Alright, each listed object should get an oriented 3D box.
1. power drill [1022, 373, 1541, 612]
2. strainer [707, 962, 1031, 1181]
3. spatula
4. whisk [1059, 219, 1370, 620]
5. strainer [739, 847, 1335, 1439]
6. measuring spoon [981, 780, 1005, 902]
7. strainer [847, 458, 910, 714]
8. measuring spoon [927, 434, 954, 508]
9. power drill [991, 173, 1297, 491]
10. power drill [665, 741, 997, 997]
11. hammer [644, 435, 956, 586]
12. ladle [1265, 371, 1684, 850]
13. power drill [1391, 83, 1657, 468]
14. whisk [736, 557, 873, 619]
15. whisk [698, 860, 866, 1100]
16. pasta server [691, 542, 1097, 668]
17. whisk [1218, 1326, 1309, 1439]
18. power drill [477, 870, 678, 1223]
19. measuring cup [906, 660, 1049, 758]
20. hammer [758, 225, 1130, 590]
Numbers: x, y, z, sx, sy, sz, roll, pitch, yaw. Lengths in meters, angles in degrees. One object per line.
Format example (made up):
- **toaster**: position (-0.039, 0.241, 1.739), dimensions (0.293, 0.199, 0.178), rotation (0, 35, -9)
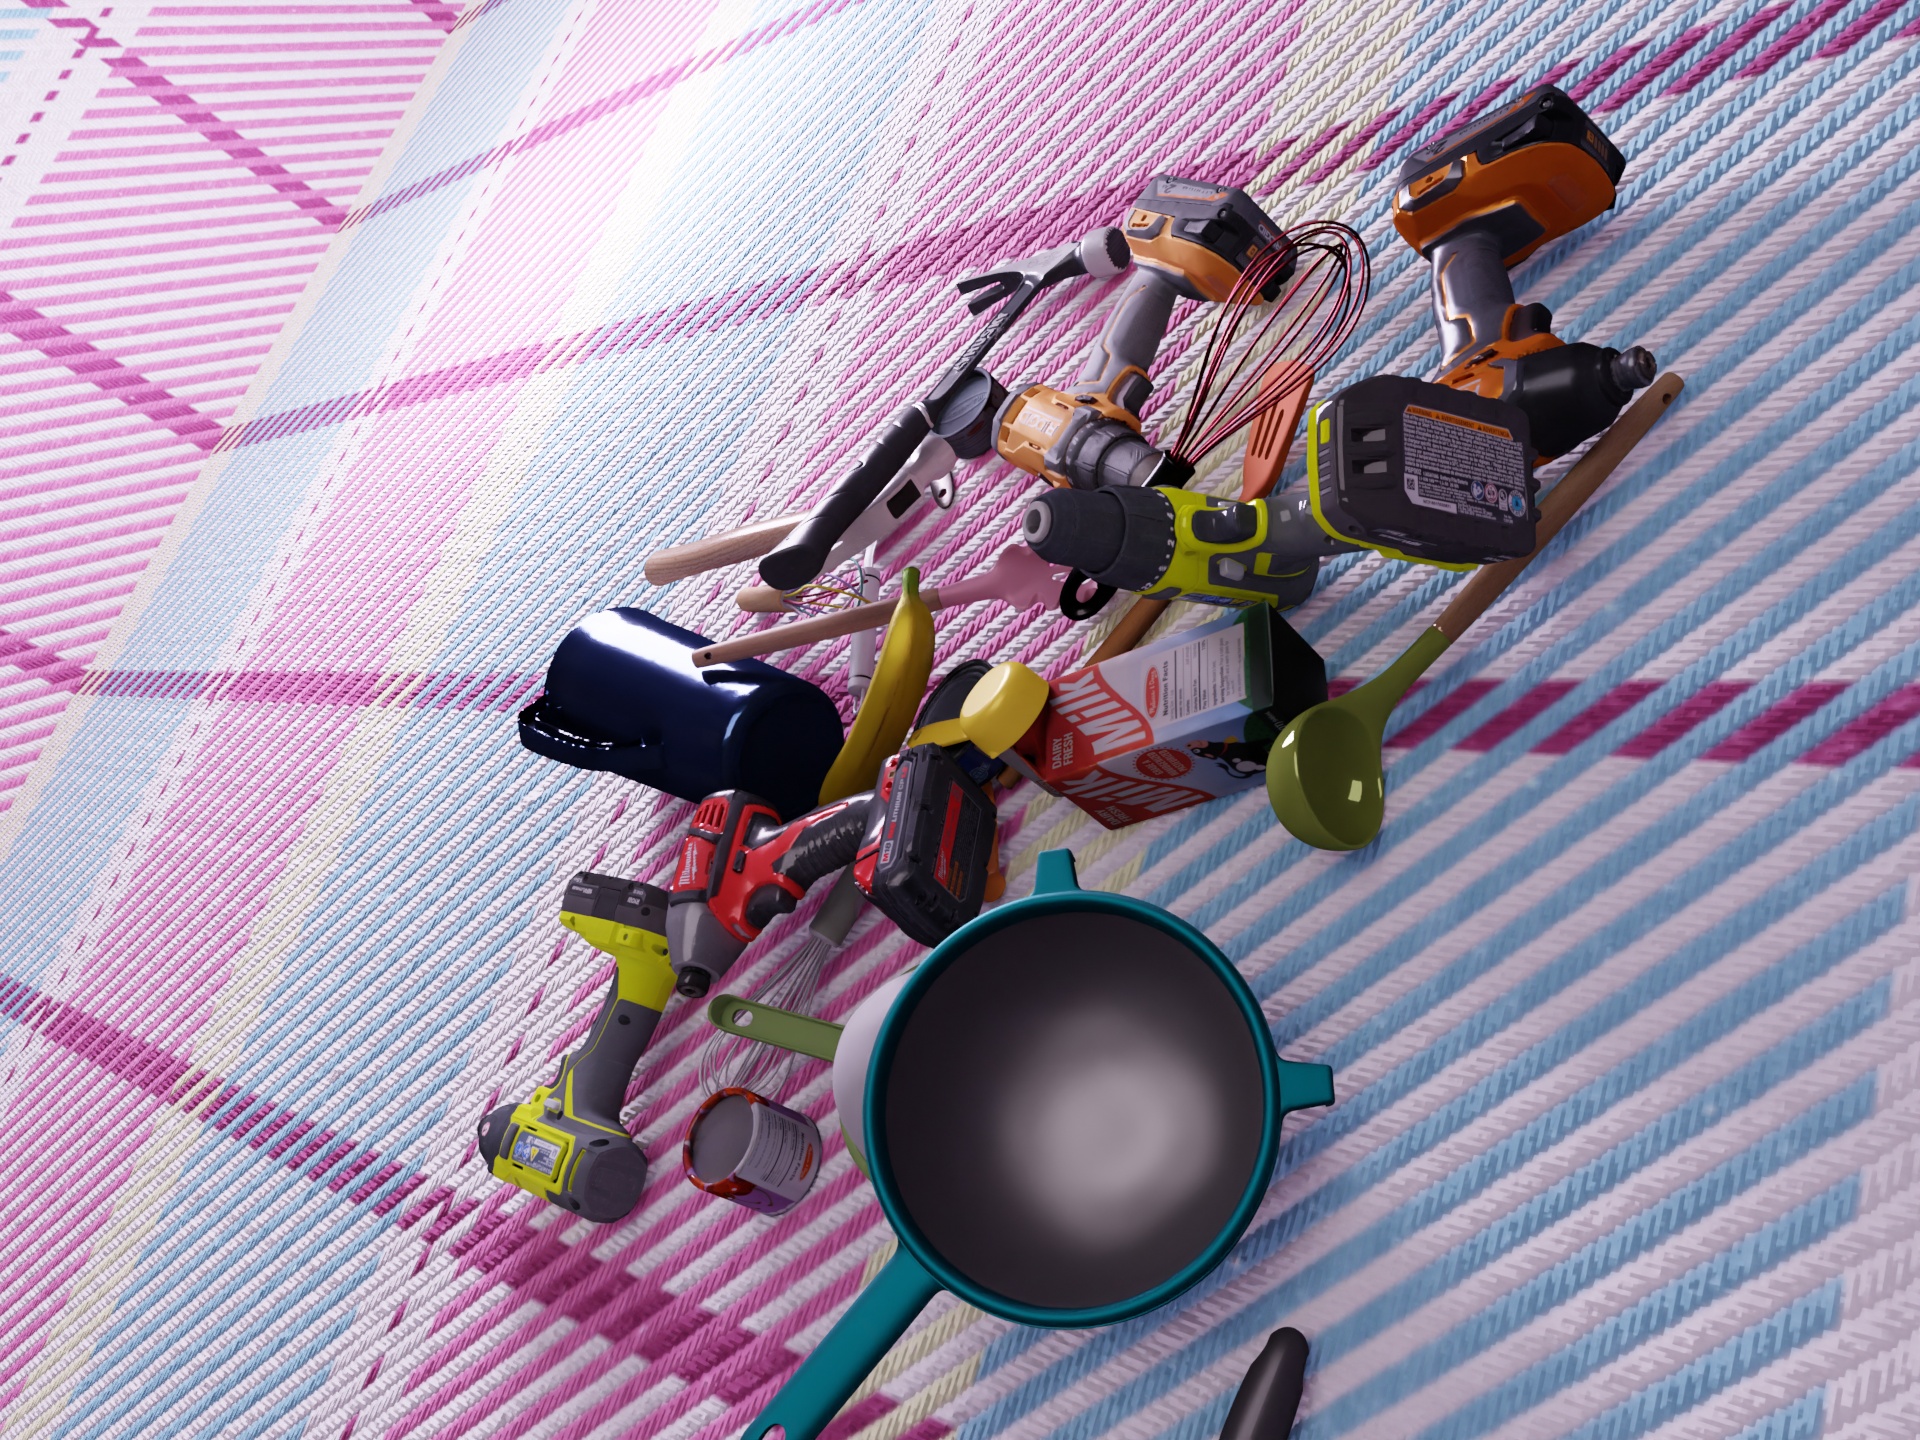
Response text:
- **power drill**: position (0.163, -0.109, 0.837), dimensions (0.228, 0.190, 0.080), rotation (-11, 77, 55)
- **strainer**: position (-0.063, 0.189, 0.938), dimensions (0.256, 0.069, 0.151), rotation (7, 67, 33)
- **spatula**: position (0.122, -0.088, 1.012), dimensions (0.322, 0.041, 0.081), rotation (-51, 16, 6)
- **whisk**: position (0.145, -0.172, 0.966), dimensions (0.295, 0.073, 0.073), rotation (-54, 36, 30)
- **strainer**: position (0.022, 0.248, 0.806), dimensions (0.211, 0.095, 0.340), rotation (39, 86, 30)
- **measuring spoon**: position (0.013, 0.067, 1.030), dimensions (0.021, 0.011, 0.117), rotation (-31, 45, 25)
- **strainer**: position (-0.071, -0.118, 1.223), dimensions (0.087, 0.050, 0.259), rotation (-34, 45, 45)
- **measuring spoon**: position (-0.024, -0.211, 1.257), dimensions (0.034, 0.018, 0.124), rotation (-35, 44, 21)
- **power drill**: position (0.133, -0.249, 1.083), dimensions (0.226, 0.084, 0.186), rotation (-56, 37, 4)
- **power drill**: position (-0.094, 0.099, 1.009), dimensions (0.220, 0.078, 0.143), rotation (-14, 47, 31)
- **hammer**: position (-0.149, -0.141, 1.231), dimensions (0.331, 0.031, 0.130), rotation (-7, 34, 48)
- **ladle**: position (0.277, -0.061, 0.834), dimensions (0.320, 0.078, 0.062), rotation (-47, 25, -1)
- **power drill**: position (0.312, -0.237, 0.890), dimensions (0.164, 0.084, 0.227), rotation (-16, 54, 50)
- **whisk**: position (-0.125, -0.096, 1.218), dimensions (0.245, 0.047, 0.051), rotation (8, 107, 62)
- **whisk**: position (-0.094, 0.151, 1.055), dimensions (0.059, 0.057, 0.246), rotation (29, 80, 15)
- **pasta server**: position (-0.041, -0.078, 1.091), dimensions (0.316, 0.040, 0.060), rotation (-13, 89, 12)
- **whisk**: position (0.101, 0.382, 0.699), dimensions (0.055, 0.055, 0.239), rotation (9, 66, 47)
- **power drill**: position (-0.265, 0.228, 1.138), dimensions (0.171, 0.080, 0.223), rotation (3, 68, 45)
- **measuring cup**: position (-0.002, -0.003, 0.991), dimensions (0.156, 0.029, 0.062), rotation (-14, 41, 58)
- **hammer**: position (-0.023, -0.231, 1.150), dimensions (0.149, 0.036, 0.409), rotation (-3, 40, 42)
